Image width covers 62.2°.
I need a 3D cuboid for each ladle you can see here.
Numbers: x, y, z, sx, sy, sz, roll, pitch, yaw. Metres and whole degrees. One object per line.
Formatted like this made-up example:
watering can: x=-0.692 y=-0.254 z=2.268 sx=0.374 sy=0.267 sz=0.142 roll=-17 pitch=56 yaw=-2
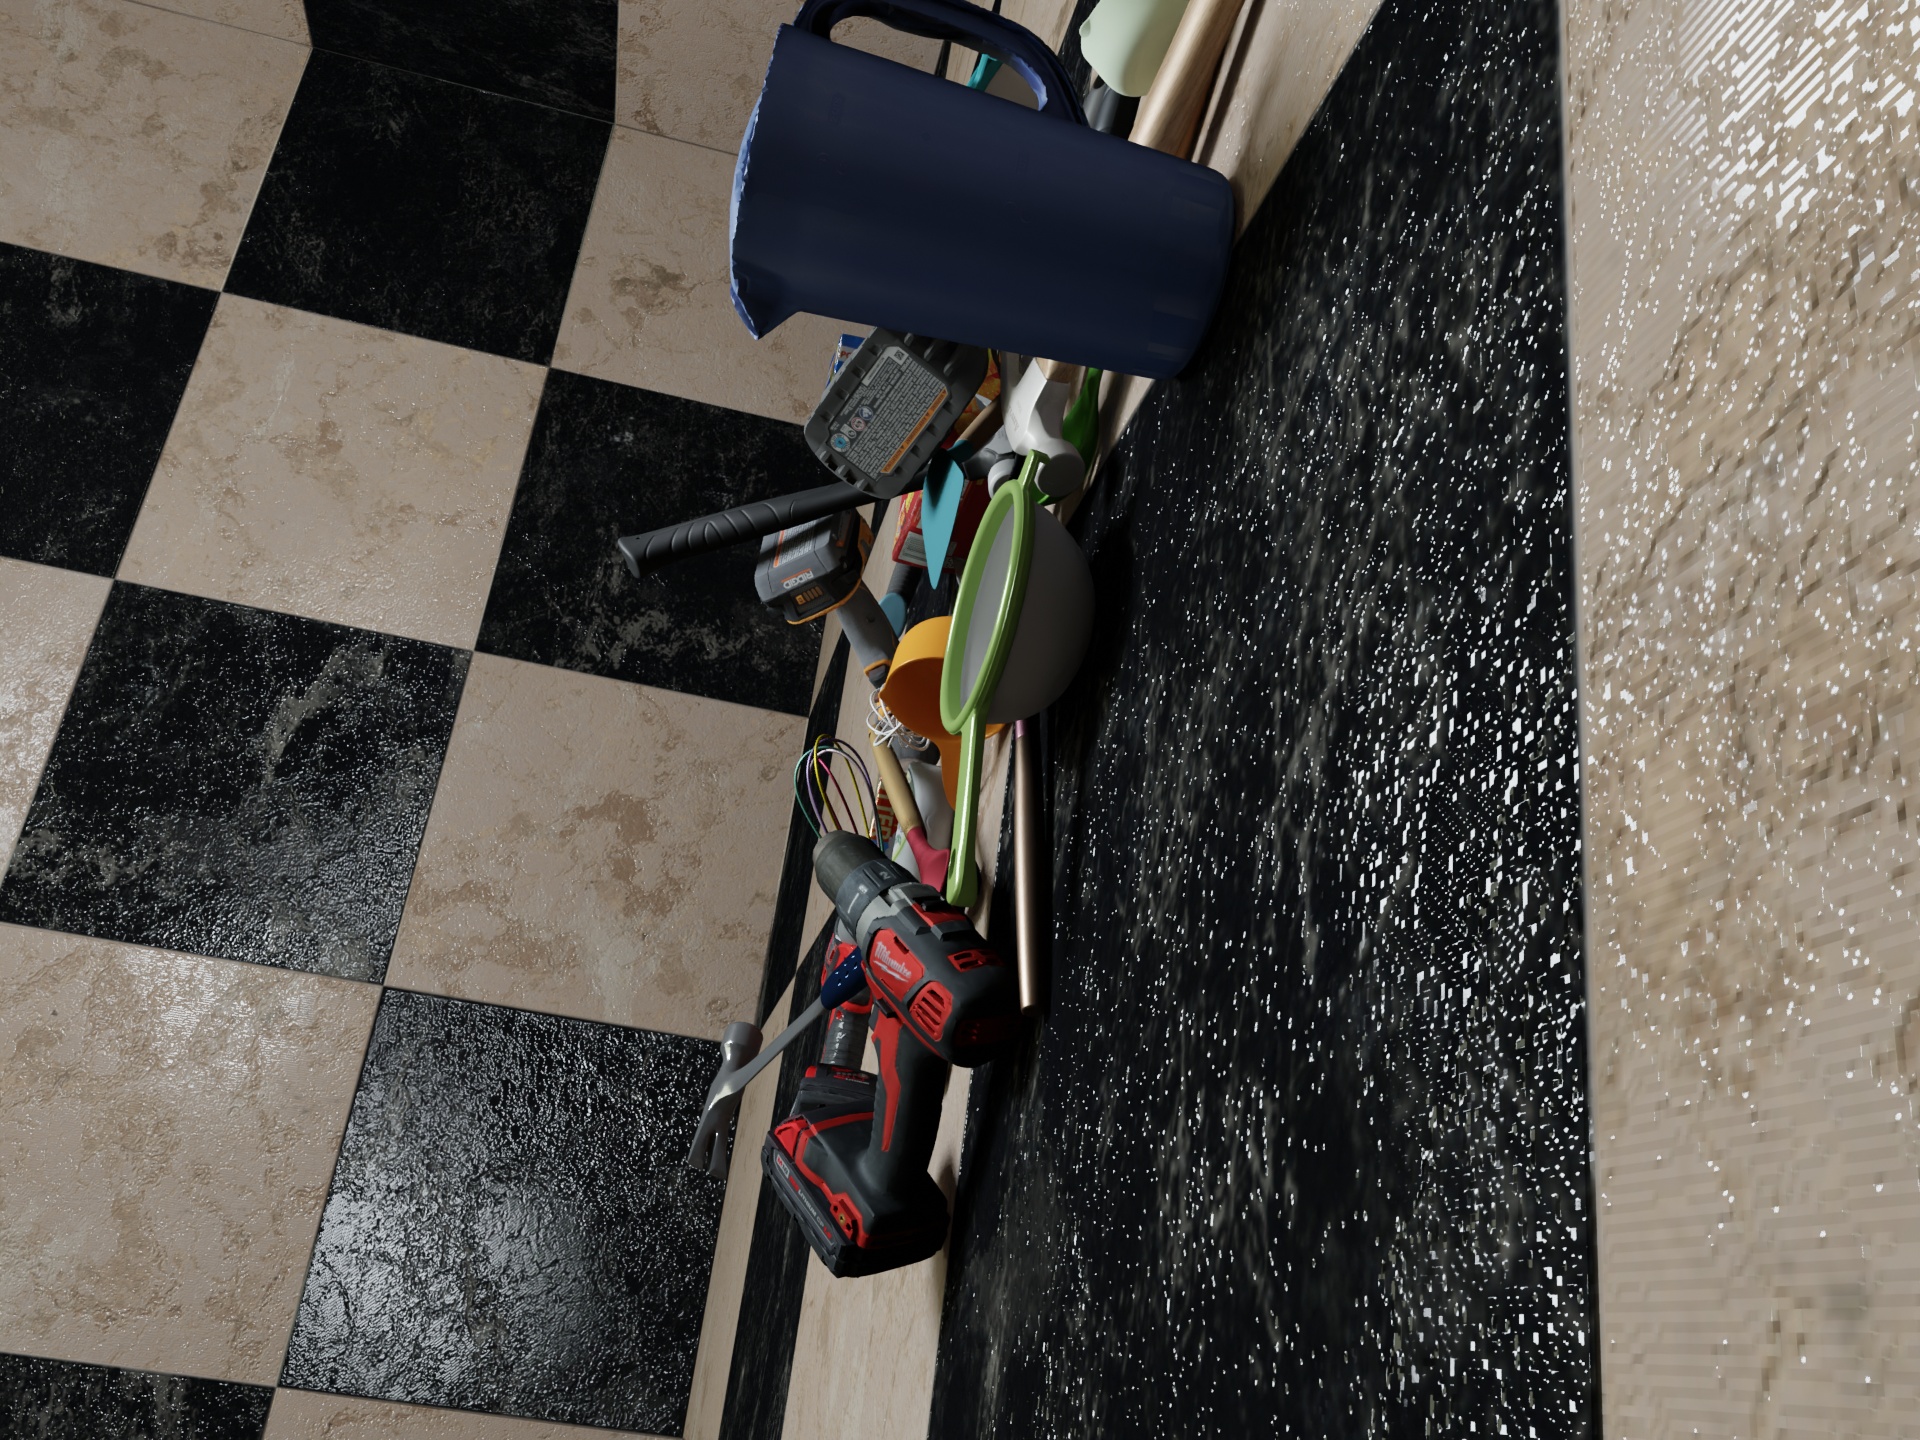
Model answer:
ladle: x=-0.036 y=0.070 z=1.109 sx=0.316 sy=0.031 sz=0.069 roll=-117 pitch=43 yaw=-64

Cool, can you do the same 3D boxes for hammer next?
hammer: x=0.095 y=-0.297 z=0.893 sx=0.130 sy=0.031 sz=0.331 roll=-111 pitch=36 yaw=-45
hammer: x=-0.104 y=0.218 z=1.206 sx=0.405 sy=0.035 sz=0.144 roll=-47 pitch=21 yaw=42
hammer: x=0.066 y=-0.271 z=1.068 sx=0.149 sy=0.036 sz=0.409 roll=-38 pitch=-36 yaw=-80
hammer: x=-0.110 y=-0.173 z=1.243 sx=0.146 sy=0.335 sz=0.035 roll=-93 pitch=-14 yaw=-55
hammer: x=-0.043 y=-0.166 z=1.542 sx=0.331 sy=0.033 sz=0.128 roll=-76 pitch=1 yaw=-60

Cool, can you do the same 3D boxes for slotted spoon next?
slotted spoon: x=0.101 y=-0.266 z=0.943 sx=0.070 sy=0.031 sz=0.313 roll=-94 pitch=19 yaw=-58

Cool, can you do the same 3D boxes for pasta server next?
pasta server: x=0.034 y=0.036 z=0.942 sx=0.060 sy=0.040 sz=0.317 roll=52 pitch=-151 yaw=-42

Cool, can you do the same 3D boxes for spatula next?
spatula: x=0.020 y=-0.196 z=1.134 sx=0.318 sy=0.044 sz=0.082 roll=-58 pitch=-14 yaw=-56

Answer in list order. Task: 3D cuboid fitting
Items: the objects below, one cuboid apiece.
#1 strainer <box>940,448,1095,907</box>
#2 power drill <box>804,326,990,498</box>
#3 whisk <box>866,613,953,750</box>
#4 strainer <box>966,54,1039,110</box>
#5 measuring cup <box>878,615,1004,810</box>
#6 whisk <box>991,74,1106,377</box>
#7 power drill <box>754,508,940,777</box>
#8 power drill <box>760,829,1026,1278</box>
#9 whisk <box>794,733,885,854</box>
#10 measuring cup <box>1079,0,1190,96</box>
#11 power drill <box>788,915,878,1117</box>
strainer: x=0.035 y=-0.012 z=0.892 sx=0.151 sy=0.069 sz=0.257 roll=122 pitch=157 yaw=-60
power drill: x=-0.008 y=-0.266 z=1.081 sx=0.190 sy=0.080 sz=0.229 roll=-47 pitch=11 yaw=37
whisk: x=-0.025 y=-0.037 z=1.255 sx=0.059 sy=0.057 sz=0.246 roll=-42 pitch=9 yaw=24
strainer: x=0.018 y=-0.350 z=1.252 sx=0.211 sy=0.095 sz=0.340 roll=-51 pitch=-16 yaw=-72
measuring cup: x=-0.002 y=-0.004 z=1.134 sx=0.173 sy=0.095 sz=0.052 roll=83 pitch=-164 yaw=-49
whisk: x=0.076 y=-0.360 z=1.165 sx=0.055 sy=0.055 sz=0.239 roll=-105 pitch=32 yaw=-70
power drill: x=-0.078 y=-0.055 z=1.304 sx=0.226 sy=0.084 sz=0.186 roll=57 pitch=-161 yaw=-31
power drill: x=-0.052 y=0.194 z=0.956 sx=0.188 sy=0.080 sz=0.226 roll=42 pitch=124 yaw=45
whisk: x=-0.058 y=0.127 z=1.066 sx=0.047 sy=0.051 sz=0.245 roll=153 pitch=99 yaw=-83
measuring cup: x=0.121 y=-0.406 z=0.860 sx=0.038 sy=0.083 sz=0.167 roll=58 pitch=156 yaw=11
power drill: x=-0.090 y=0.254 z=1.325 sx=0.143 sy=0.078 sz=0.220 roll=112 pitch=169 yaw=-46
